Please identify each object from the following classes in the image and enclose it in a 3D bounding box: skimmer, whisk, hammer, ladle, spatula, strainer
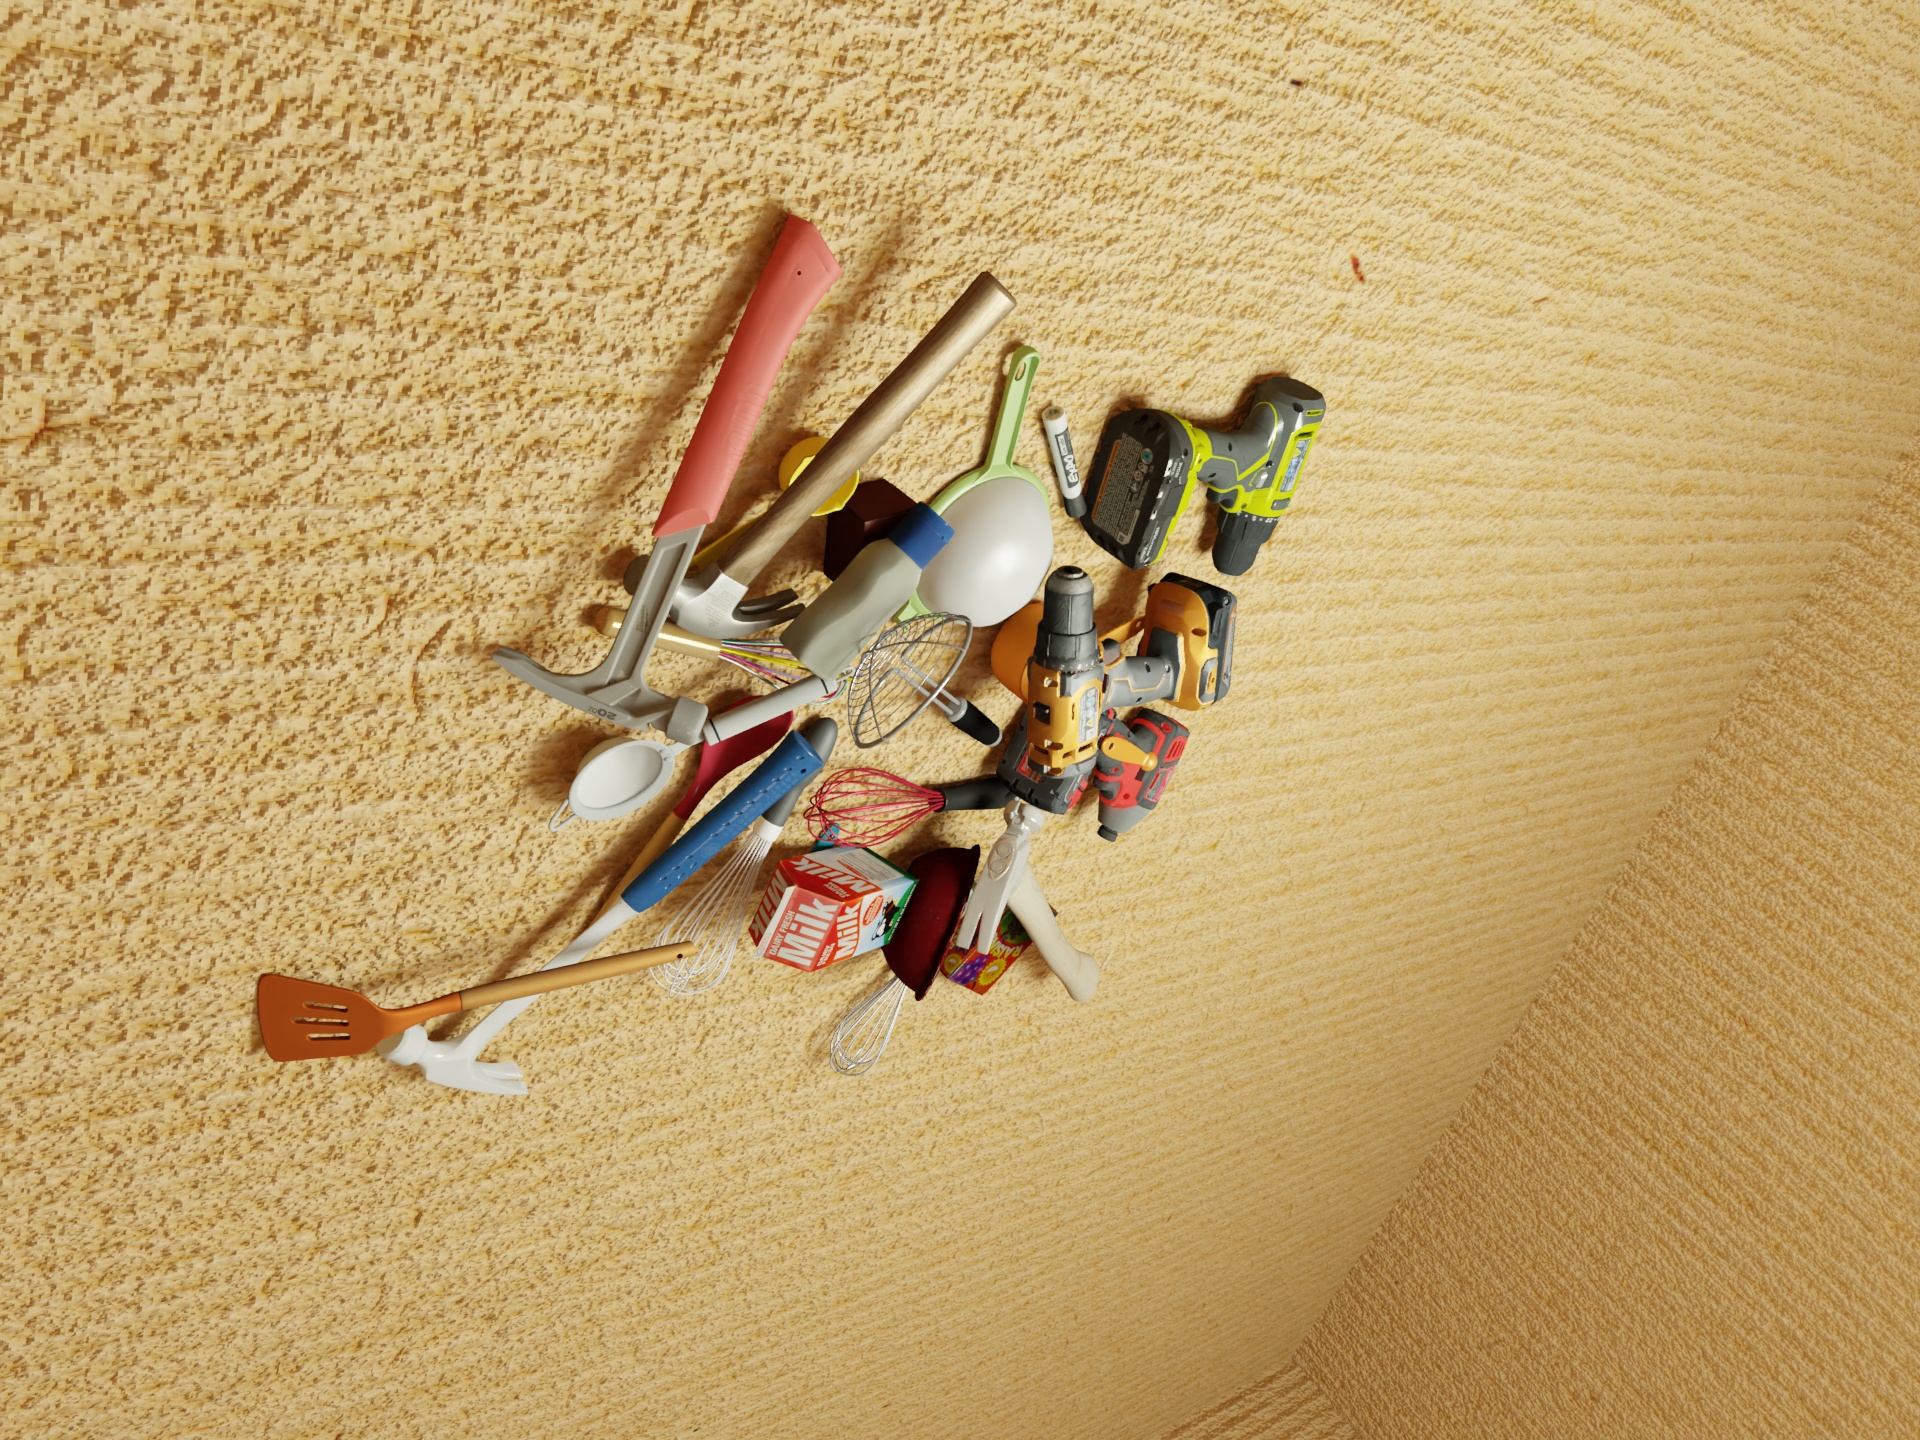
[{"bbox_3d":[-0.002,-0.004,1.312,0.127,0.090,0.363,-49,159,2],"label":"skimmer"},{"bbox_3d":[-0.173,-0.052,1.214,0.244,0.047,0.051,13,123,-45],"label":"whisk"},{"bbox_3d":[-0.180,0.119,1.359,0.070,0.070,0.284,18,106,-51],"label":"whisk"},{"bbox_3d":[-0.271,0.157,1.285,0.405,0.035,0.143,-41,140,1],"label":"hammer"},{"bbox_3d":[-0.242,0.098,1.300,0.069,0.031,0.315,23,109,-48],"label":"ladle"},{"bbox_3d":[-0.033,0.074,1.462,0.295,0.073,0.073,-3,127,-51],"label":"whisk"},{"bbox_3d":[-0.058,0.261,1.625,0.246,0.058,0.059,-56,145,5],"label":"whisk"},{"bbox_3d":[-0.180,-0.167,1.064,0.149,0.037,0.359,23,102,-9],"label":"hammer"},{"bbox_3d":[-0.361,0.203,1.219,0.322,0.041,0.081,-9,122,-27],"label":"spatula"},{"bbox_3d":[-0.199,0.011,1.213,0.258,0.050,0.086,-24,149,-9],"label":"strainer"},{"bbox_3d":[0.084,0.226,1.628,0.146,0.038,0.410,-67,156,-19],"label":"hammer"},{"bbox_3d":[0.041,-0.172,1.281,0.151,0.069,0.256,-16,136,-34],"label":"strainer"},{"bbox_3d":[-0.084,-0.182,1.121,0.331,0.031,0.130,-44,140,14],"label":"hammer"}]

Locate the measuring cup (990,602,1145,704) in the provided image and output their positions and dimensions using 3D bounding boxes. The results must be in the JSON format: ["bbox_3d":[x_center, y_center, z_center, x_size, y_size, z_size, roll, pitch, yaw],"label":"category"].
[{"bbox_3d":[0.099,-0.076,1.452,0.173,0.052,0.095,-25,138,-37],"label":"measuring cup"}]

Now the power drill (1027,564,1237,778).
[{"bbox_3d":[0.146,-0.067,1.401,0.226,0.084,0.185,-23,125,-38],"label":"power drill"}]

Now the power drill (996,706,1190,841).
[{"bbox_3d":[0.137,0.046,1.575,0.219,0.079,0.143,17,103,-55],"label":"power drill"}]

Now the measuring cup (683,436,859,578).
[{"bbox_3d":[-0.146,-0.153,1.161,0.156,0.029,0.062,-34,142,3],"label":"measuring cup"}]

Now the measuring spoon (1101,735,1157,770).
[{"bbox_3d":[0.163,0.033,1.520,0.116,0.011,0.021,21,98,-58],"label":"measuring spoon"}]

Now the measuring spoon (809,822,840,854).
[{"bbox_3d":[-0.137,0.150,1.456,0.042,0.021,0.128,5,122,-47],"label":"measuring spoon"}]

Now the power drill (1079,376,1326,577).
[{"bbox_3d":[0.218,-0.205,1.423,0.228,0.080,0.190,-14,133,-40],"label":"power drill"}]
